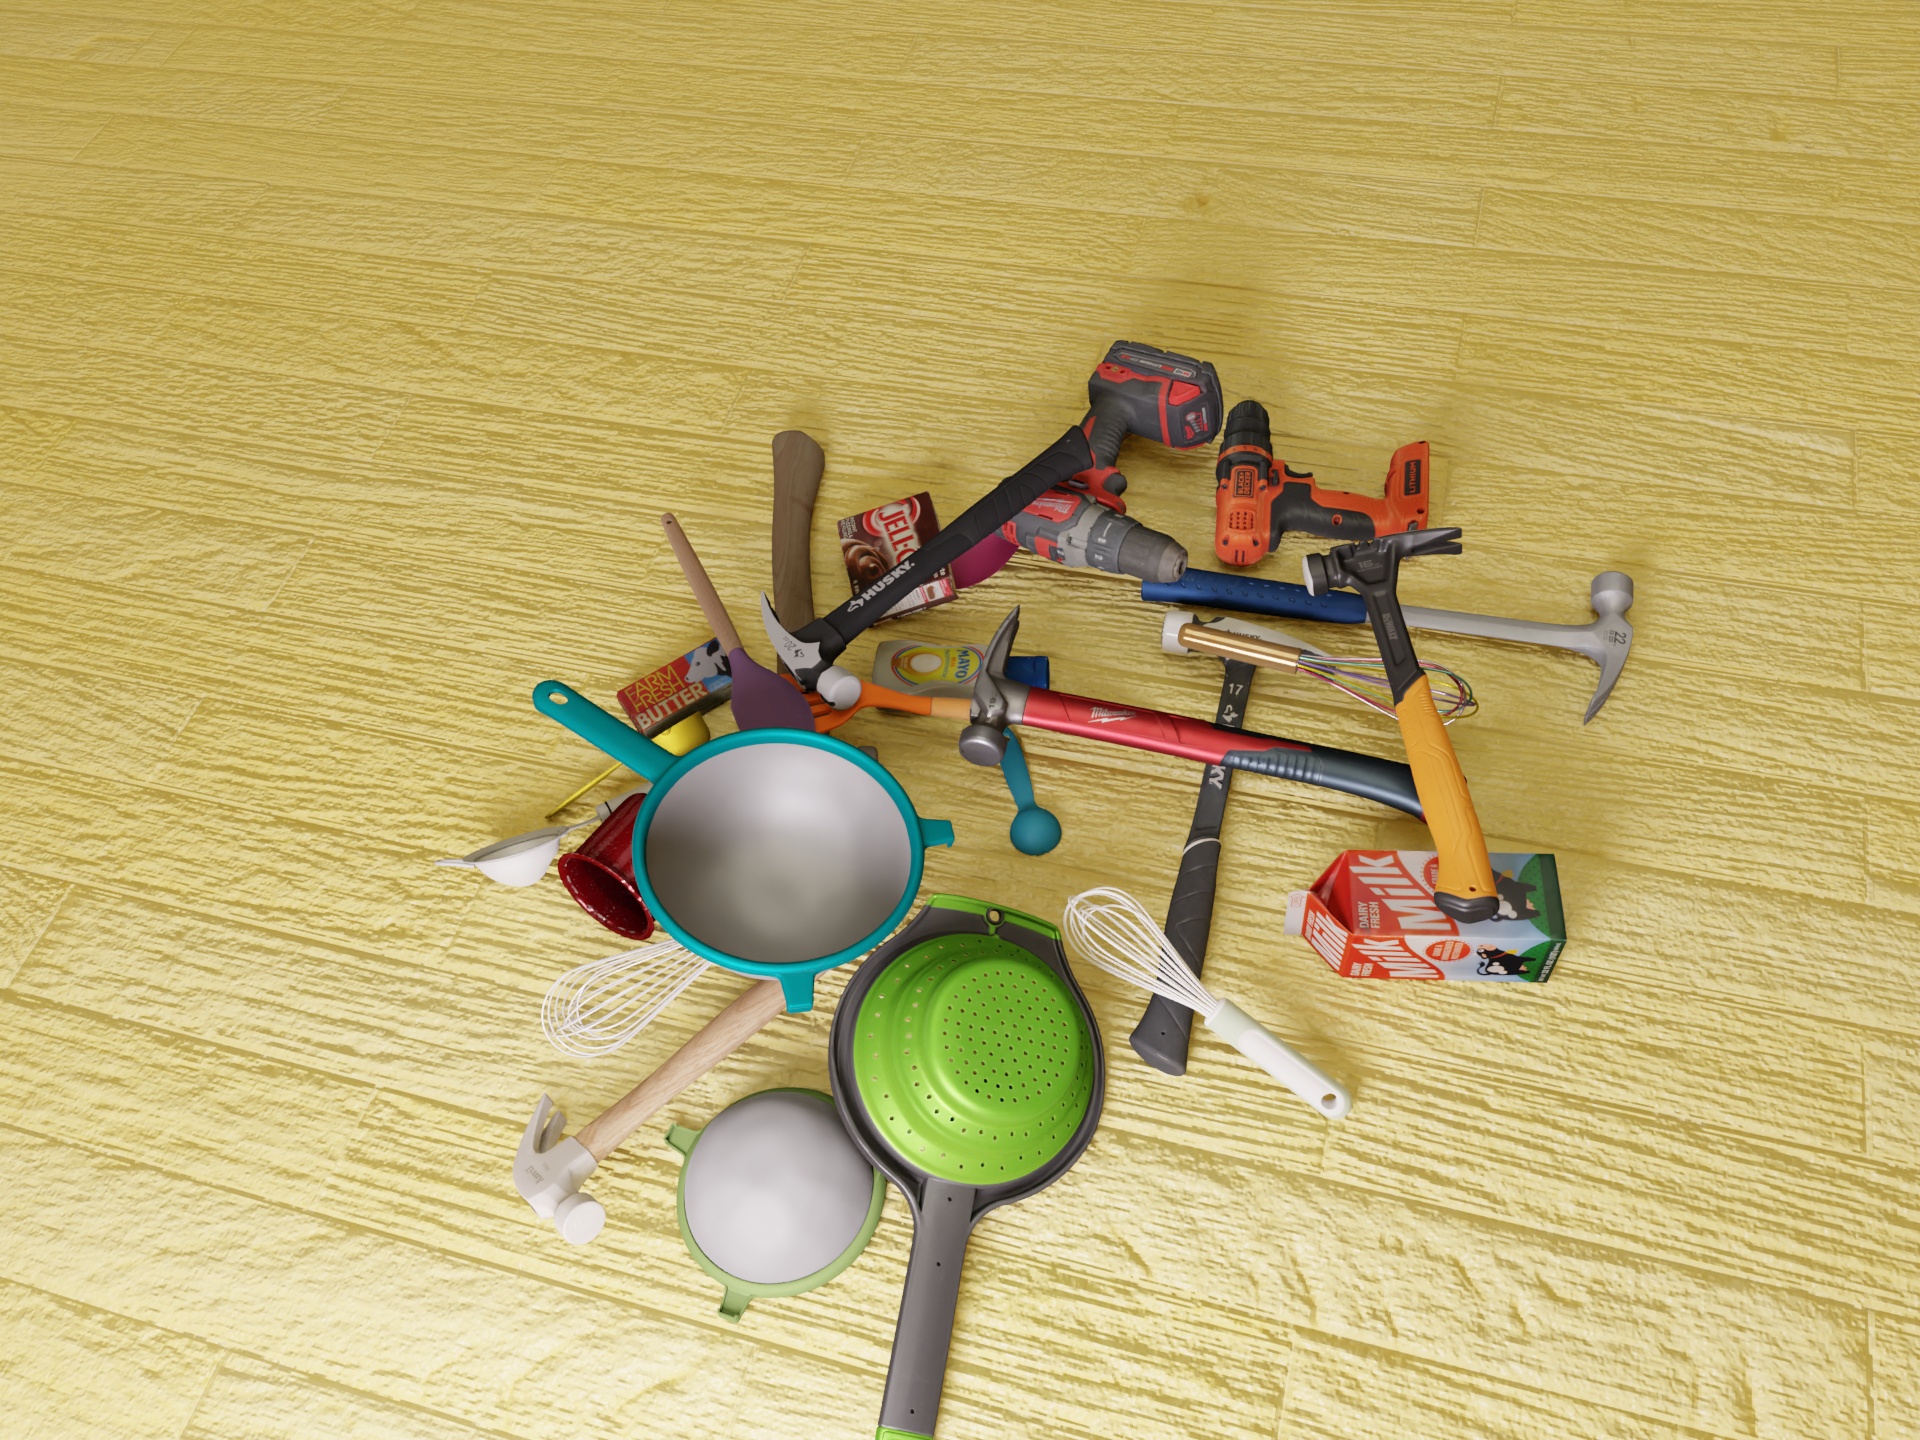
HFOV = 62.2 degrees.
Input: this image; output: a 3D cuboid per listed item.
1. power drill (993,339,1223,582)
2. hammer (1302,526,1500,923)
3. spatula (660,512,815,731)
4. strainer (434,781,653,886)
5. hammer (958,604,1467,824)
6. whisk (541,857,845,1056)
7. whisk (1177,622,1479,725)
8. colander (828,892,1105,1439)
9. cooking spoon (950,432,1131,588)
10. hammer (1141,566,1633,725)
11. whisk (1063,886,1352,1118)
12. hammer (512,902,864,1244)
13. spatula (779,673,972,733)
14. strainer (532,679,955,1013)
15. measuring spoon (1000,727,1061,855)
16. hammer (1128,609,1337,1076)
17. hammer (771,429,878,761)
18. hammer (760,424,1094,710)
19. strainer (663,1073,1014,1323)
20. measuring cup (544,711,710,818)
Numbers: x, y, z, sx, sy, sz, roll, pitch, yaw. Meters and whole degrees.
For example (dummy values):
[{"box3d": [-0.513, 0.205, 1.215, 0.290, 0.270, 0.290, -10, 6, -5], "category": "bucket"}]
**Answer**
[{"box3d": [0.153, -0.223, 1.417, 0.188, 0.080, 0.227, 23, 64, 27], "category": "power drill"}, {"box3d": [0.353, -0.004, 1.198, 0.127, 0.034, 0.337, -12, 56, 9], "category": "hammer"}, {"box3d": [-0.196, -0.075, 1.345, 0.060, 0.018, 0.316, -27, 54, -8], "category": "spatula"}, {"box3d": [-0.298, 0.082, 1.307, 0.258, 0.050, 0.087, -25, 12, -17], "category": "strainer"}, {"box3d": [0.202, 0.005, 1.256, 0.386, 0.038, 0.143, 12, 57, 9], "category": "hammer"}, {"box3d": [-0.190, 0.169, 1.226, 0.284, 0.070, 0.070, -29, 57, -18], "category": "whisk"}, {"box3d": [0.293, -0.041, 1.282, 0.245, 0.051, 0.047, 15, 64, 18], "category": "whisk"}, {"box3d": [0.003, 0.298, 1.056, 0.204, 0.094, 0.397, 16, 64, -10], "category": "colander"}, {"box3d": [0.094, -0.222, 1.487, 0.319, 0.017, 0.069, -42, 56, -20], "category": "cooking spoon"}, {"box3d": [0.356, -0.088, 1.351, 0.405, 0.035, 0.144, 9, 56, 13], "category": "hammer"}, {"box3d": [0.175, 0.202, 1.130, 0.246, 0.059, 0.058, 37, 101, 7], "category": "whisk"}, {"box3d": [-0.185, 0.238, 1.169, 0.331, 0.031, 0.130, -39, 33, -26], "category": "hammer"}, {"box3d": [-0.002, -0.004, 1.309, 0.322, 0.041, 0.081, 5, 49, -7], "category": "spatula"}, {"box3d": [-0.188, 0.082, 1.200, 0.340, 0.095, 0.211, 31, 54, 16], "category": "strainer"}, {"box3d": [0.049, 0.051, 1.297, 0.042, 0.021, 0.129, -15, 56, -4], "category": "measuring spoon"}, {"box3d": [0.198, 0.085, 1.249, 0.149, 0.036, 0.409, 10, 57, 12], "category": "hammer"}, {"box3d": [-0.157, -0.108, 1.412, 0.146, 0.038, 0.411, 1, 52, -10], "category": "hammer"}, {"box3d": [-0.019, -0.146, 1.344, 0.335, 0.035, 0.146, -39, 47, -14], "category": "hammer"}, {"box3d": [-0.082, 0.297, 1.112, 0.256, 0.069, 0.152, -22, 55, -7], "category": "strainer"}, {"box3d": [-0.277, 0.046, 1.334, 0.156, 0.062, 0.029, -35, 94, -2], "category": "measuring cup"}]
